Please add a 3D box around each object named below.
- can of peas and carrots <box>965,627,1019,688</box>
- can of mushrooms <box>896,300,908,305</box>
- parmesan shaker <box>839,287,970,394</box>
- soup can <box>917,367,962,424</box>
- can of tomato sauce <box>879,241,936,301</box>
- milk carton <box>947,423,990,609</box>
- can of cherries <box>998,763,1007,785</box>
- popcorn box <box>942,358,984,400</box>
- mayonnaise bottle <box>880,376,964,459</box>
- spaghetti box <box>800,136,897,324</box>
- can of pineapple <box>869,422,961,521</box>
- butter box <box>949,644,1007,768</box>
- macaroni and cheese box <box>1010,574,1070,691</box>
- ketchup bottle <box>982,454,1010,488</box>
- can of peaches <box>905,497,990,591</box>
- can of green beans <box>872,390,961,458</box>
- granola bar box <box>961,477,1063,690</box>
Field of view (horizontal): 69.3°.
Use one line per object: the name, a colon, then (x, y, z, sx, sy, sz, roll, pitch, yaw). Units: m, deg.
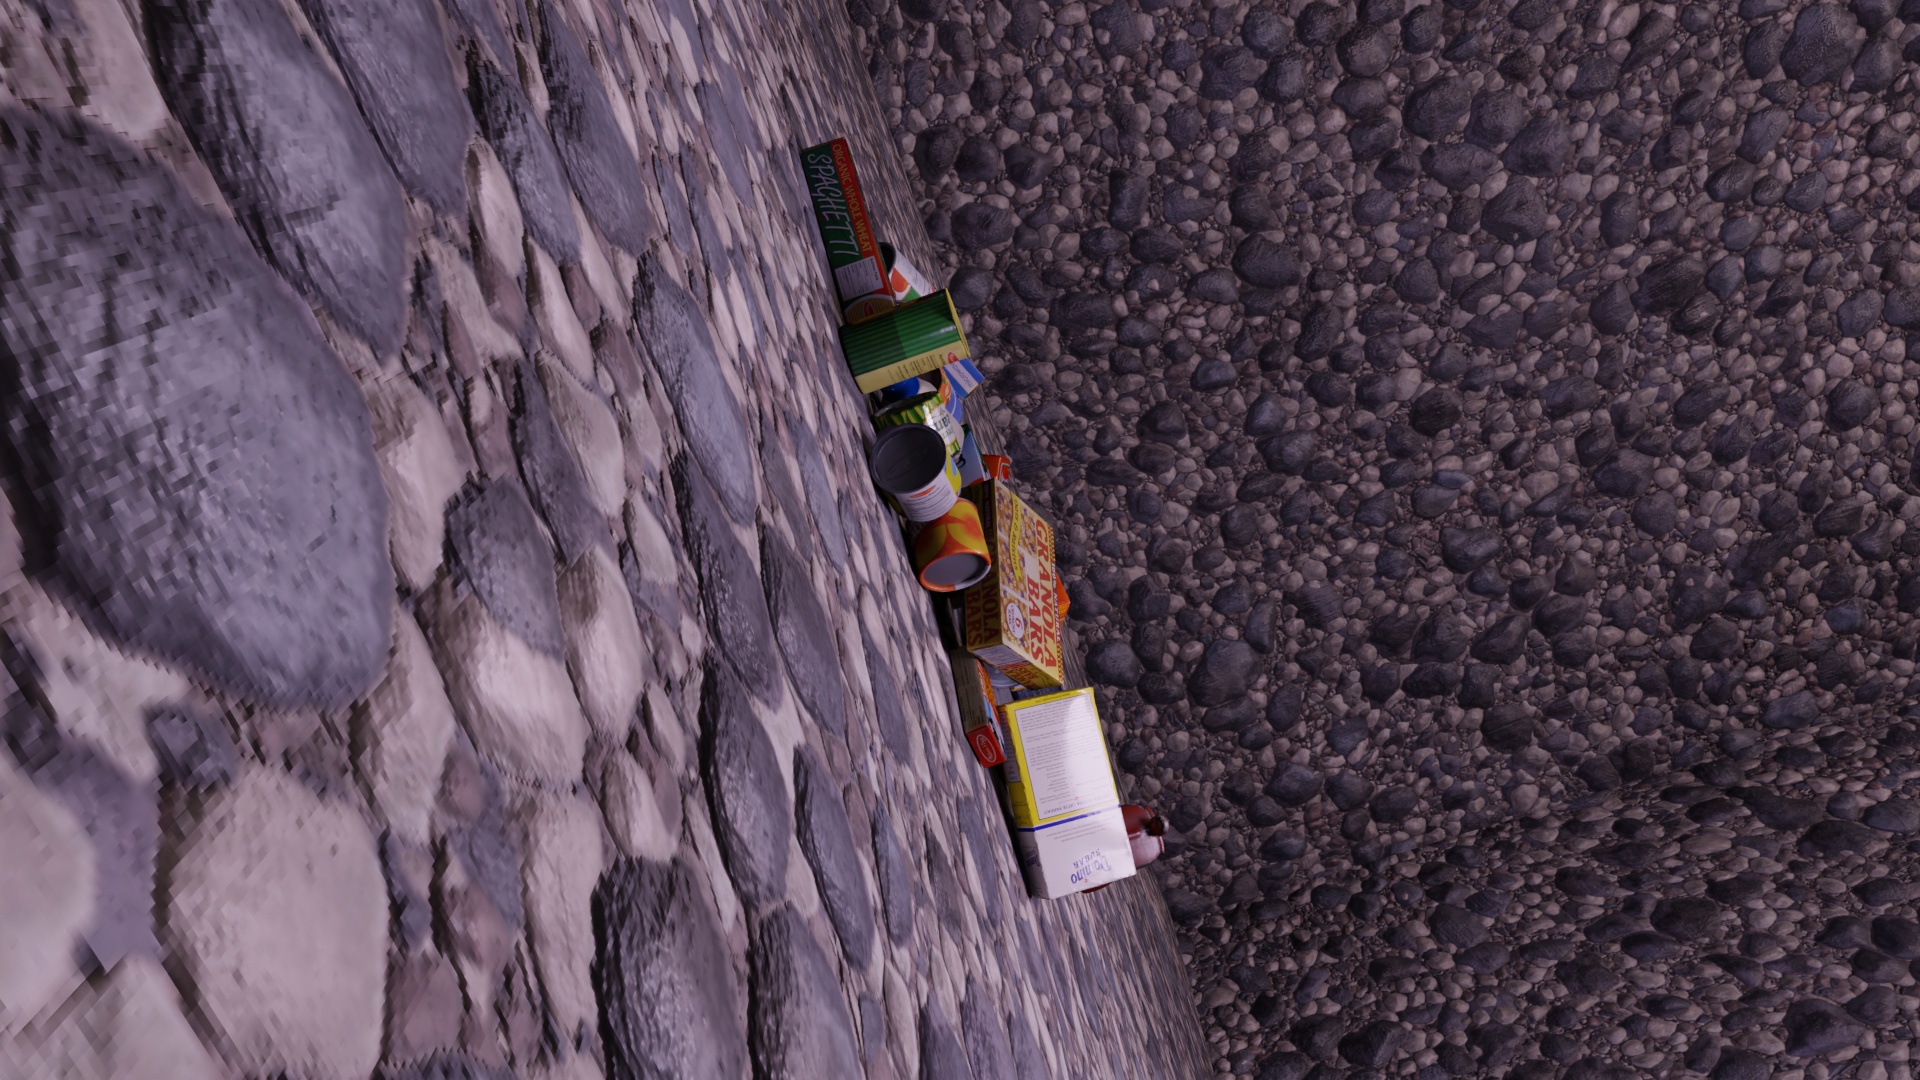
can of peas and carrots: (0.043, 0.105, 1.388, 0.059, 0.071, 0.070, -103, 172, -52)
can of mushrooms: (-0.064, -0.203, 1.368, 0.071, 0.071, 0.033, 61, 12, -62)
parmesan shaker: (-0.051, -0.180, 1.248, 0.071, 0.103, 0.071, -22, 94, -85)
soup can: (-0.039, -0.150, 1.446, 0.083, 0.071, 0.071, 58, 14, -66)
can of tomato sauce: (-0.070, -0.249, 1.400, 0.083, 0.071, 0.071, 41, 26, -45)
milk carton: (0.005, -0.018, 1.409, 0.073, 0.072, 0.191, 63, 10, -54)
can of cherries: (0.067, 0.202, 1.329, 0.058, 0.071, 0.071, -97, 167, -65)
popcorn box: (-0.036, -0.220, 1.557, 0.126, 0.038, 0.085, 47, -1, -26)
mayonnaise bottle: (-0.045, -0.128, 1.350, 0.147, 0.065, 0.041, 58, 41, -58)
spaghetti box: (-0.104, -0.285, 1.349, 0.028, 0.050, 0.251, 64, 8, -65)
can of pineapple: (-0.038, -0.058, 1.166, 0.057, 0.071, 0.071, 62, 10, -61)
butter box: (0.015, 0.144, 1.224, 0.104, 0.024, 0.053, -102, 171, -50)
macaroni and cheese box: (0.062, 0.067, 1.487, 0.165, 0.040, 0.124, 102, -30, -54)
ketchup bottle: (0.030, -0.022, 1.589, 0.064, 0.043, 0.149, 26, 68, -79)
can of peaches: (-0.013, 0.004, 1.218, 0.071, 0.071, 0.058, 62, 11, -58)
can of green beans: (-0.040, -0.099, 1.272, 0.071, 0.071, 0.057, -89, 160, -74)
granola bar box: (0.048, 0.042, 1.286, 0.124, 0.039, 0.166, 38, 43, -51)
